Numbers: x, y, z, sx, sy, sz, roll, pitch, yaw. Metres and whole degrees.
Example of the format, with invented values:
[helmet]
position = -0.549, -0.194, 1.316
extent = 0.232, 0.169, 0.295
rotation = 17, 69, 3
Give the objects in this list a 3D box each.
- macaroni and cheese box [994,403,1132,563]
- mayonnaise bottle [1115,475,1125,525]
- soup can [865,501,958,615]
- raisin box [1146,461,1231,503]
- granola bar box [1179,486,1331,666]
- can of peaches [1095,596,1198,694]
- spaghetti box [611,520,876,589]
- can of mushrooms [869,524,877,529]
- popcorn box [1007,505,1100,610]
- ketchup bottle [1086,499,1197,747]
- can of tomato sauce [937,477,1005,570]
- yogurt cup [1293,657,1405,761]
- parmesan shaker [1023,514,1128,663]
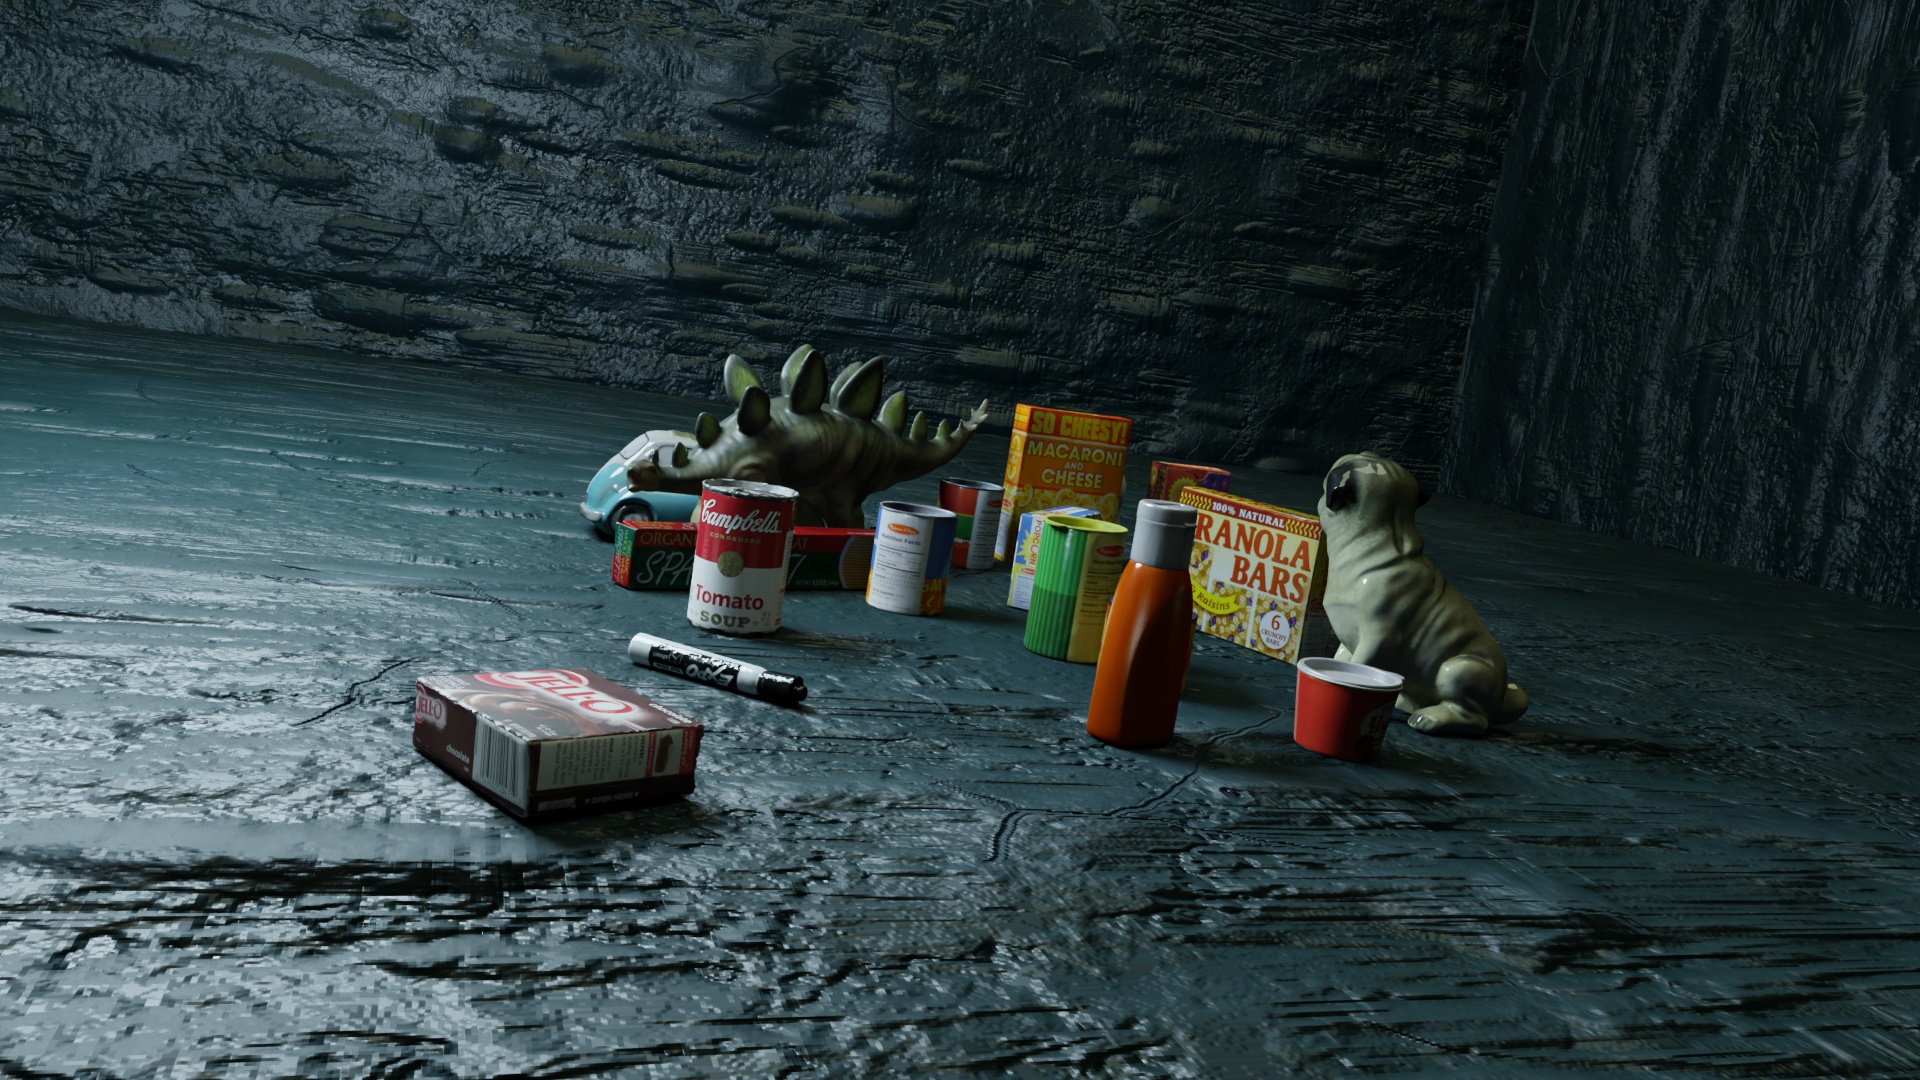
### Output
[macaroni and cheese box]
position = 0.108, -0.056, 1.481
extent = 0.124, 0.166, 0.040
rotation = 6, 9, -22
[mayonnaise bottle]
position = 0.154, -0.049, 1.545
extent = 0.065, 0.147, 0.041
rotation = 13, 9, 25
[soup can]
position = -0.039, 0.014, 1.151
extent = 0.071, 0.083, 0.071
rotation = 9, 8, -1
[raisin box]
position = 0.249, -0.023, 1.557
extent = 0.086, 0.123, 0.040
rotation = 5, 9, -23
[granola bar box]
position = 0.254, 0.028, 1.223
extent = 0.039, 0.124, 0.165
rotation = 3, 10, -38
[can of peaches]
position = 0.136, 0.076, 1.009
extent = 0.071, 0.058, 0.071
rotation = 9, 8, -1
[spaghetti box]
position = -0.164, 0.014, 1.139
extent = 0.250, 0.050, 0.029
rotation = 2, 11, -39
[can of mushrooms]
position = -0.055, 0.007, 1.349
extent = 0.071, 0.033, 0.071
rotation = 9, 8, -1
[popcorn box]
position = 0.087, 0.016, 1.266
extent = 0.038, 0.085, 0.127
rotation = 12, 9, 21
[ketchup bottle]
position = 0.117, 0.050, 0.855
extent = 0.043, 0.148, 0.065
rotation = 16, 11, 41
[can of tomato sauce]
position = 0.005, -0.018, 1.407
extent = 0.071, 0.083, 0.071
rotation = 9, 8, -1
[yogurt cup]
position = 0.251, 0.111, 0.912
extent = 0.072, 0.054, 0.072
rotation = 9, 8, -1
[parmesan shaker]
position = 0.086, 0.037, 1.067
extent = 0.071, 0.103, 0.071
rotation = 9, 8, -1
